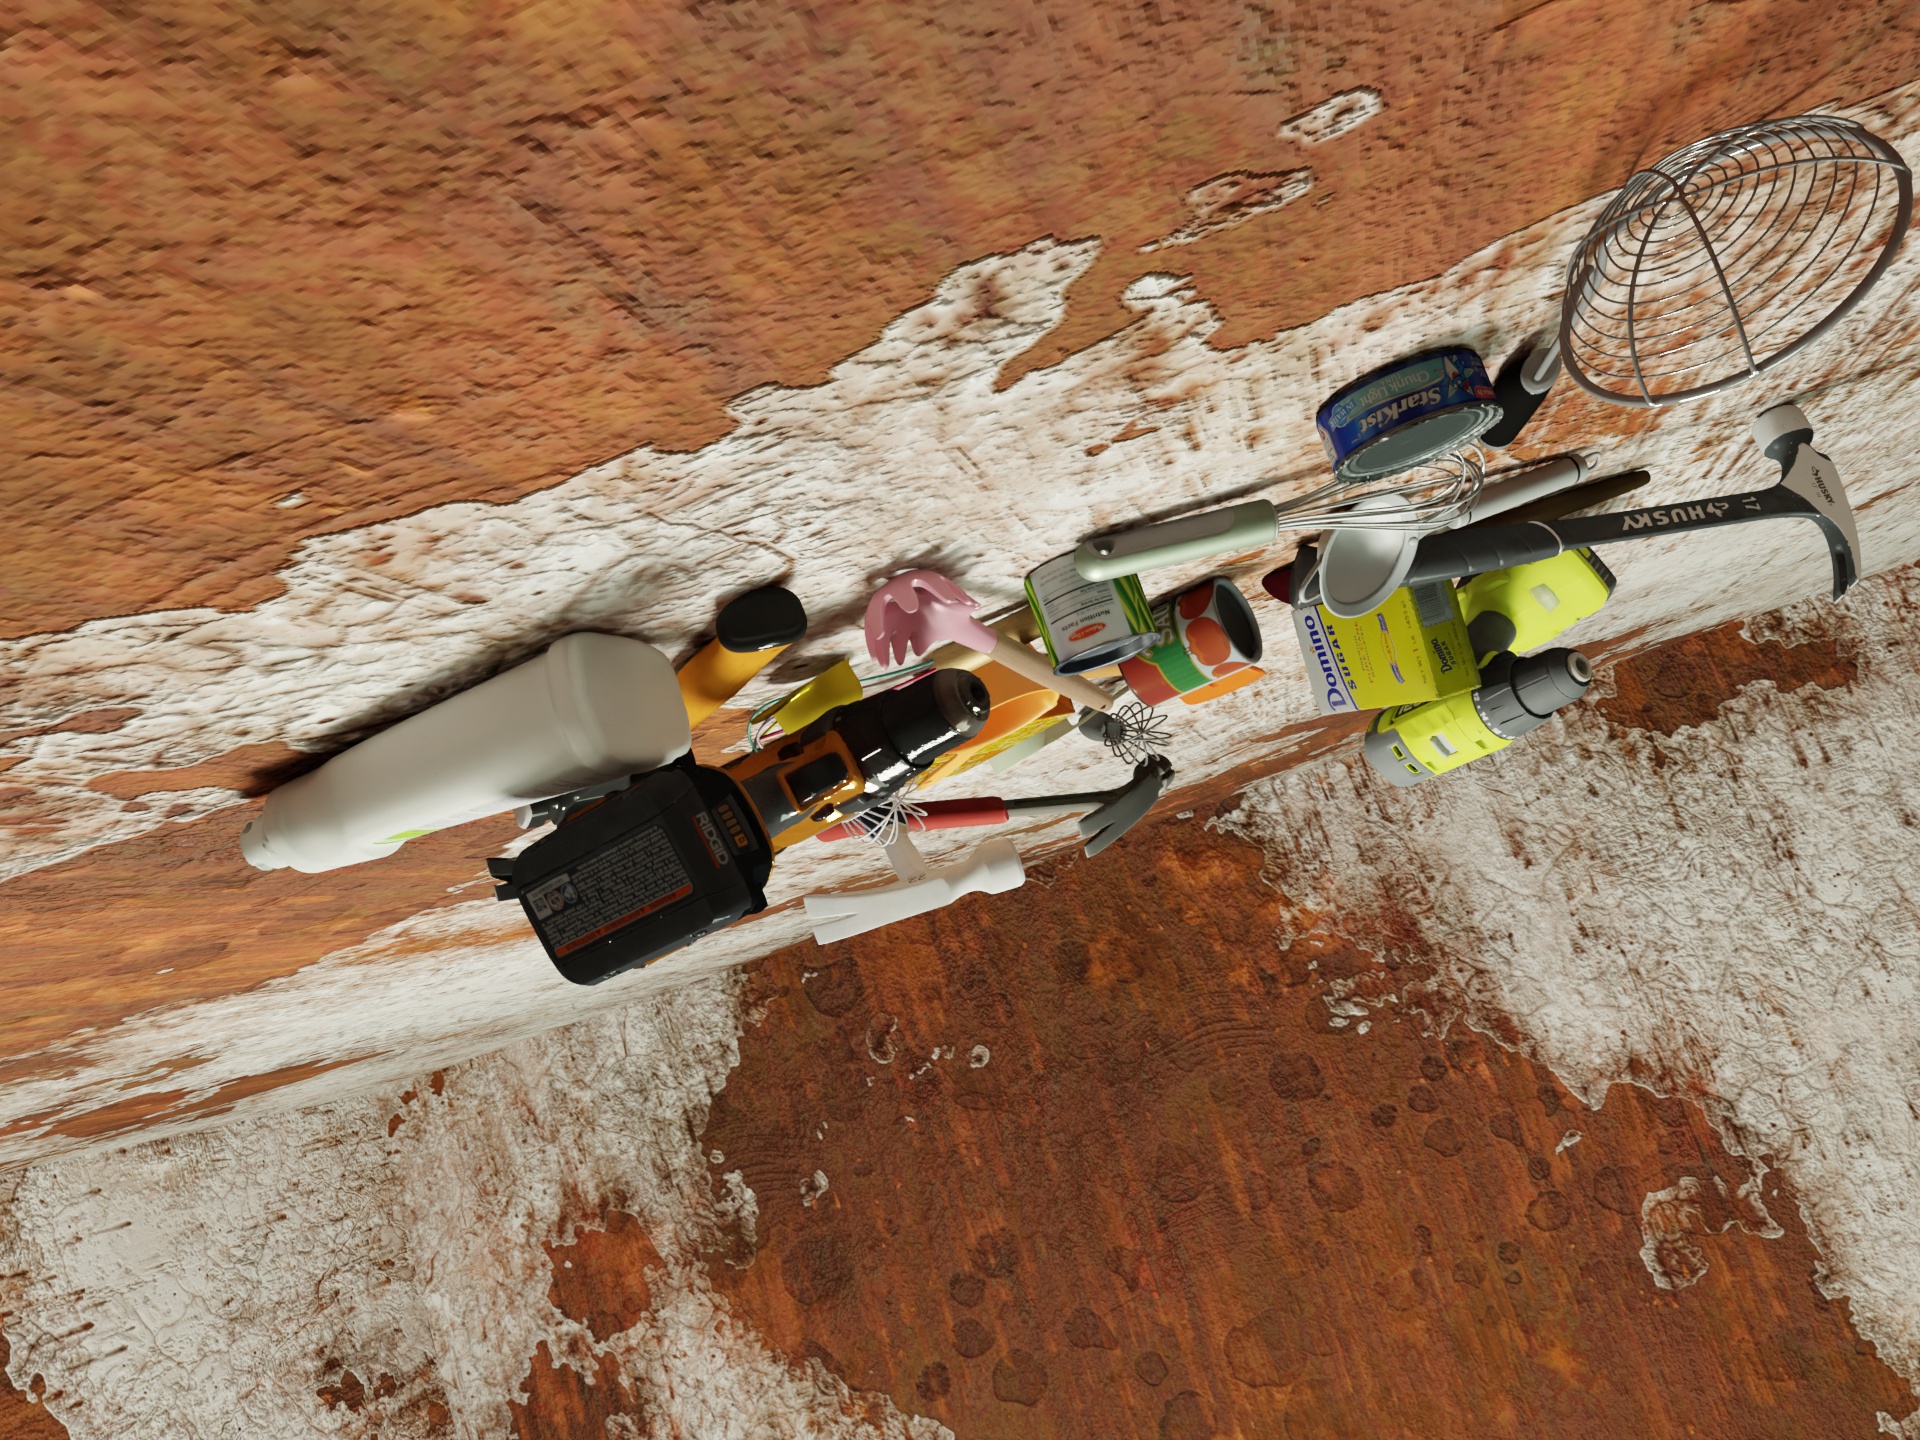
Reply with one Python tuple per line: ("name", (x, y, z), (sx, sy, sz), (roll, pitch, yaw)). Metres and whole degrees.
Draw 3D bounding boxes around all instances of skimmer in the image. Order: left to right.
("skimmer", (0.299, -0.160, 0.717), (0.127, 0.090, 0.363), (-54, 170, 1))

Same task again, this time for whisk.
("whisk", (-0.092, 0.058, 1.204), (0.070, 0.070, 0.285), (-14, -176, -21))
("whisk", (-0.033, -0.028, 1.012), (0.245, 0.051, 0.047), (-25, -171, 16))
("whisk", (0.135, 0.007, 1.377), (0.055, 0.055, 0.239), (-17, -175, -6))
("whisk", (0.182, -0.116, 0.899), (0.246, 0.058, 0.059), (-14, 140, -7))

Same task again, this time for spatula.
("spatula", (0.119, -0.034, 1.229), (0.081, 0.041, 0.322), (-25, 167, 39))

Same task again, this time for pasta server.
("pasta server", (0.031, -0.035, 0.945), (0.060, 0.040, 0.316), (-36, 155, 16))

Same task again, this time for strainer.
("strainer", (0.318, -0.133, 1.045), (0.258, 0.050, 0.086), (-21, 127, -16))

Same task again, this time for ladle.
("ladle", (0.370, -0.136, 1.170), (0.315, 0.031, 0.069), (-18, 173, -10))

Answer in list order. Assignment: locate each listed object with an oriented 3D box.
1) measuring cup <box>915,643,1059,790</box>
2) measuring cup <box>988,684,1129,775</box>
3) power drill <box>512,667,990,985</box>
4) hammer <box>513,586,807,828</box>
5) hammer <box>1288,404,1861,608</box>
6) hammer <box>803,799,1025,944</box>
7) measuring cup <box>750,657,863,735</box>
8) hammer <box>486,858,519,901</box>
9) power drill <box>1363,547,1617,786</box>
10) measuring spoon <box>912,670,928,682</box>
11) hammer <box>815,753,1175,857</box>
("measuring cup", (-0.002, -0.003, 1.094), (0.095, 0.052, 0.173), (-17, 165, -33))
("measuring cup", (0.089, -0.011, 1.349), (0.167, 0.038, 0.083), (-33, 178, -20))
("power drill", (-0.095, 0.042, 0.819), (0.185, 0.084, 0.226), (-27, -178, 29))
("hammer", (-0.159, -0.002, 0.917), (0.127, 0.034, 0.337), (-11, 168, -32))
("hammer", (0.420, -0.123, 1.092), (0.409, 0.149, 0.036), (-10, 153, -7))
("hammer", (-0.058, 0.091, 1.230), (0.144, 0.035, 0.405), (-17, -171, -6))
("measuring cup", (-0.092, -0.003, 0.926), (0.062, 0.029, 0.156), (-33, -177, 11))
("hammer", (-0.221, 0.074, 1.223), (0.335, 0.035, 0.146), (-25, 169, 33))
("power drill", (0.435, -0.055, 1.258), (0.190, 0.080, 0.228), (-33, -167, 51))
("measuring spoon", (0.006, -0.029, 1.130), (0.021, 0.011, 0.117), (-25, 168, 33))
("hammer", (0.004, 0.084, 1.397), (0.359, 0.036, 0.149), (-7, -164, 37))
